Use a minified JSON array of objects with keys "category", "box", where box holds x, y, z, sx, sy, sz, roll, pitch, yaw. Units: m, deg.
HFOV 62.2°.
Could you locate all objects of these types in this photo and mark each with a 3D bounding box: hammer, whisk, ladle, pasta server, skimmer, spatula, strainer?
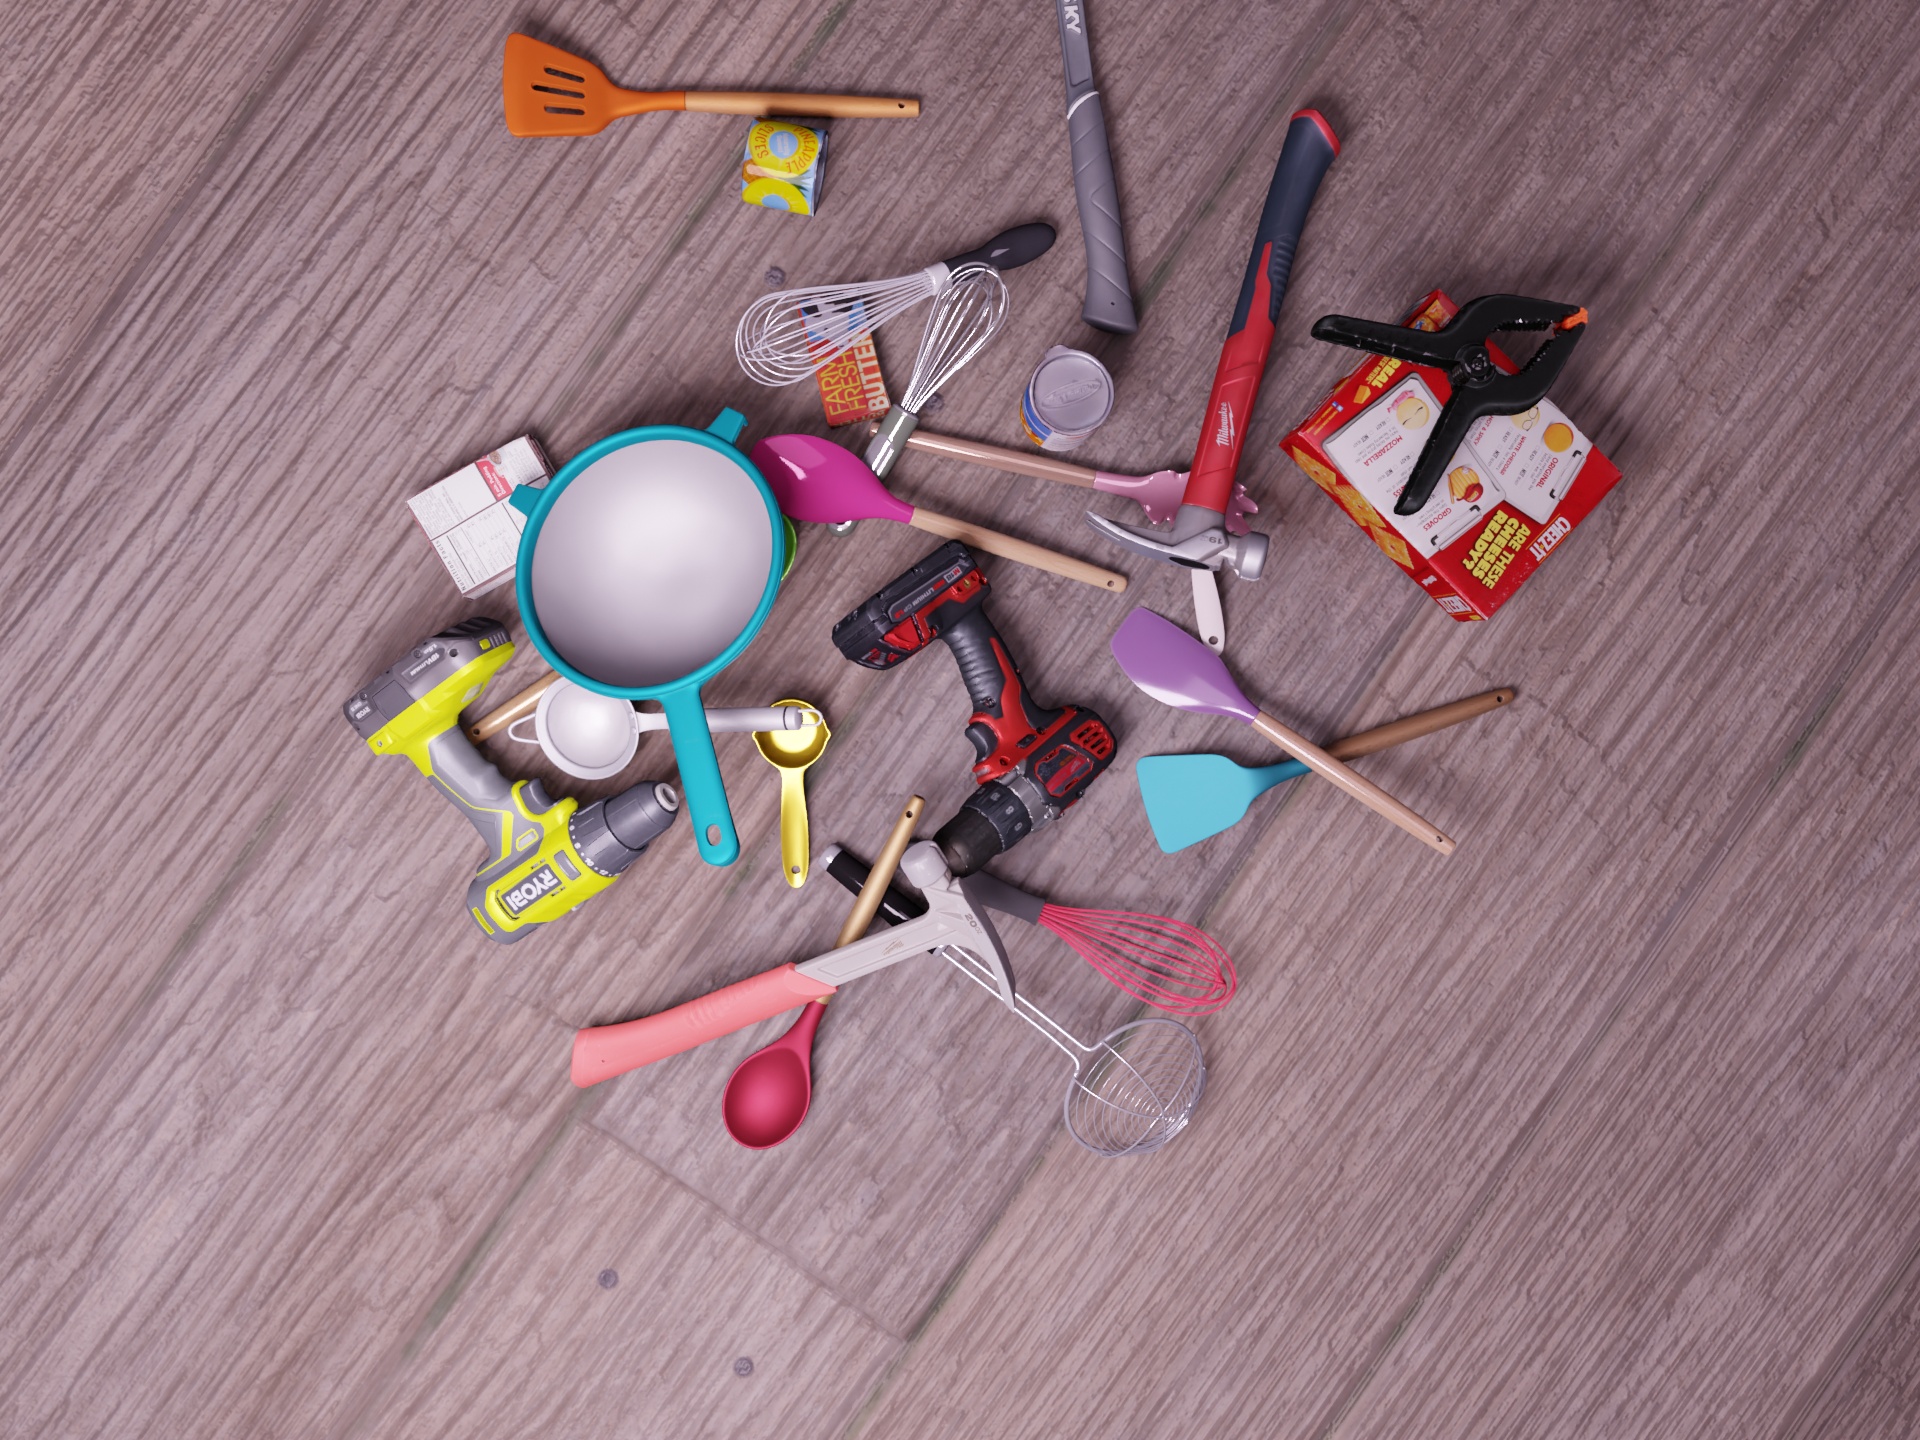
[{"category":"hammer","box":[-0.141,0.217,1.226,0.359,0.037,0.149,-23,111,15]},{"category":"whisk","box":[-0.038,-0.248,1.244,0.058,0.059,0.246,35,106,8]},{"category":"ladle","box":[-0.102,0.199,1.260,0.069,0.031,0.315,28,98,8]},{"category":"pasta server","box":[0.081,-0.198,1.279,0.316,0.040,0.060,12,113,-2]},{"category":"skimmer","box":[0.038,0.217,1.290,0.363,0.090,0.127,37,93,7]},{"category":"whisk","box":[0.082,0.161,1.279,0.296,0.073,0.073,22,90,3]},{"category":"spatula","box":[0.305,0.025,1.305,0.317,0.044,0.082,-17,91,-7]},{"category":"hammer","box":[0.100,-0.514,1.276,0.149,0.036,0.409,-8,92,-4]},{"category":"whisk","box":[-0.046,-0.333,1.244,0.284,0.070,0.070,-26,93,-17]},{"category":"hammer","box":[0.214,-0.308,1.257,0.143,0.038,0.386,15,81,6]},{"category":"spatula","box":[0.257,0.014,1.274,0.316,0.018,0.060,34,86,10]},{"category":"strainer","box":[-0.226,0.001,1.235,0.258,0.050,0.087,-1,104,17]},{"category":"spatula","box":[-0.193,-0.492,1.257,0.322,0.041,0.081,0,90,-4]},{"category":"strainer","box":[-0.204,-0.050,1.189,0.211,0.095,0.340,-18,75,8]}]

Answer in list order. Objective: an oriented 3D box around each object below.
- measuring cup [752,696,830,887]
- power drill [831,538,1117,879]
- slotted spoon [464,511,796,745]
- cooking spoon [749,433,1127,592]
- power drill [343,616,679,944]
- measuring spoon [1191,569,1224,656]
[{"category":"measuring cup","box":[-0.134,0.057,1.283,0.062,0.029,0.156,-1,103,-3]},{"category":"power drill","box":[-0.002,-0.004,1.232,0.188,0.080,0.226,-39,95,-28]},{"category":"slotted spoon","box":[-0.264,-0.070,1.268,0.314,0.031,0.070,-33,85,0]},{"category":"cooking spoon","box":[-0.015,-0.155,1.260,0.318,0.017,0.068,17,115,-13]},{"category":"power drill","box":[-0.339,0.039,1.213,0.190,0.080,0.228,-33,97,20]},{"category":"measuring spoon","box":[0.196,-0.107,1.279,0.034,0.018,0.124,-9,111,13]}]
